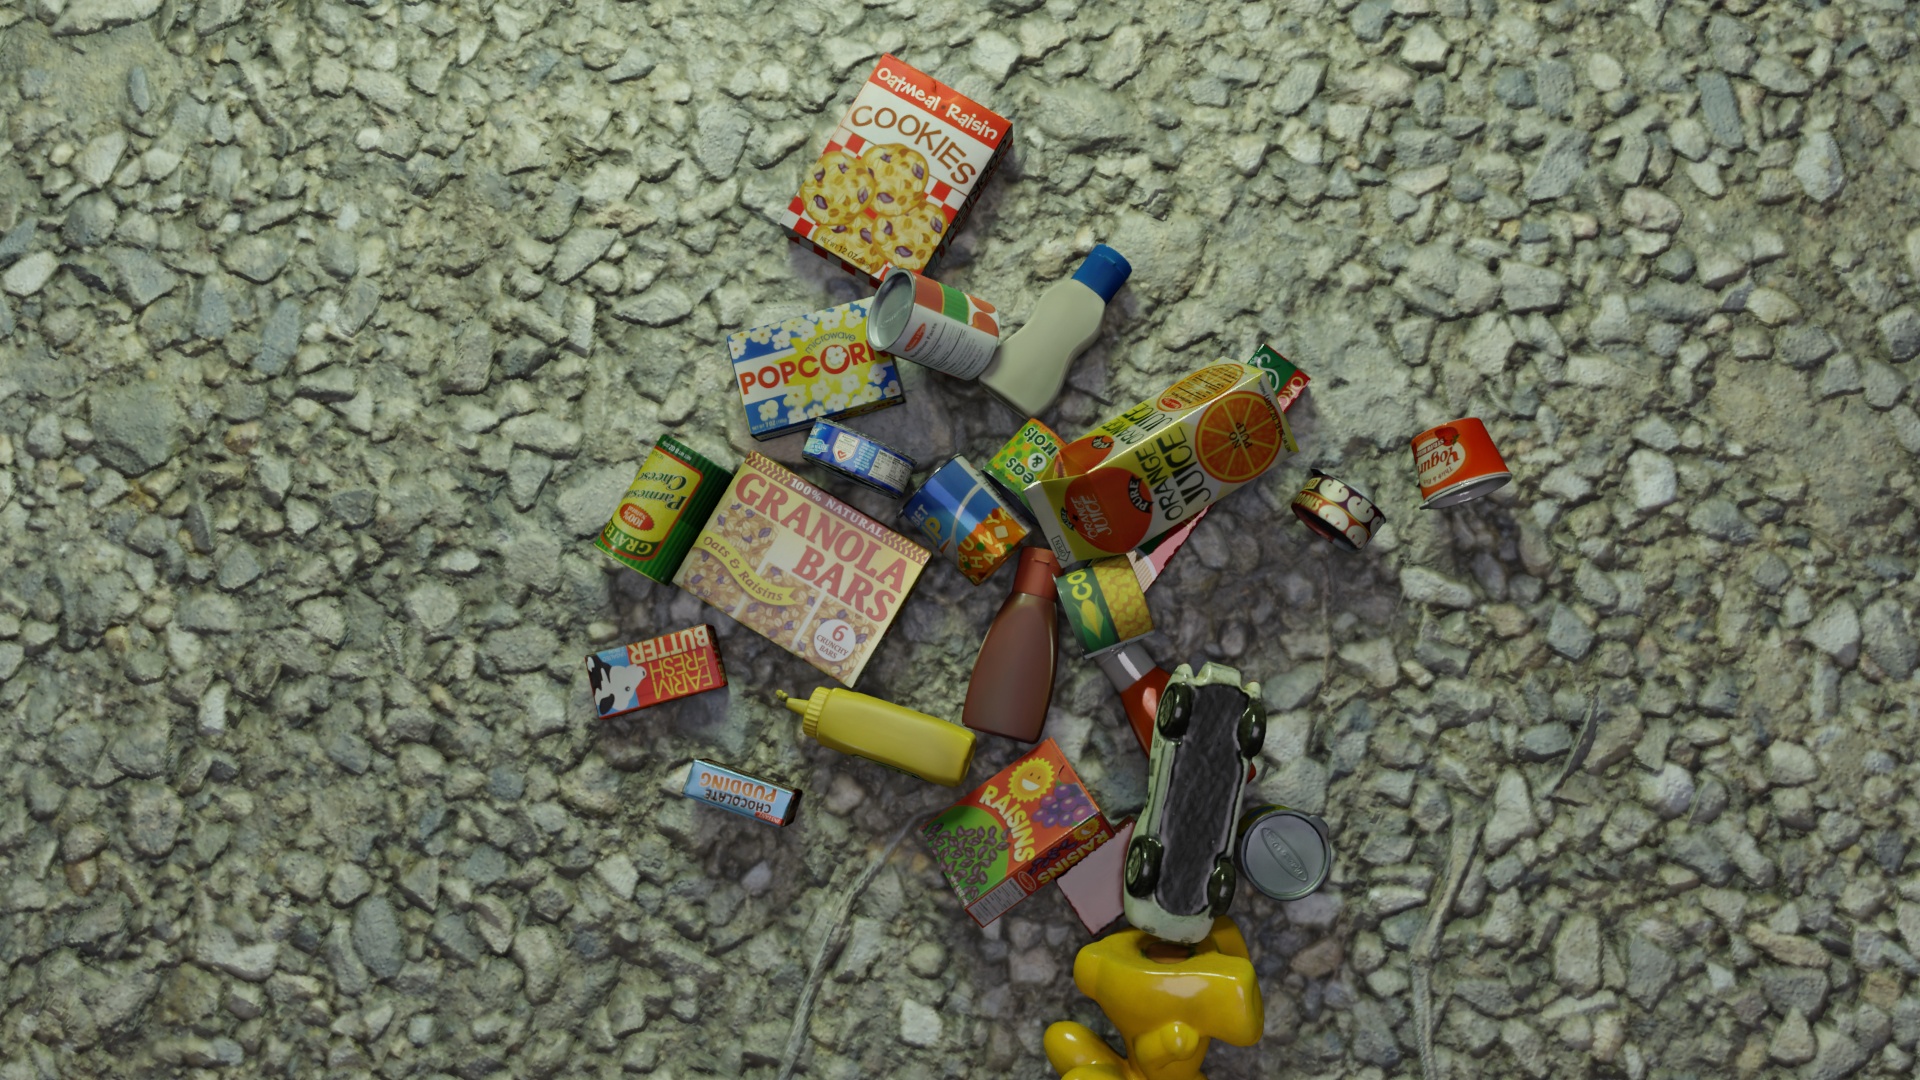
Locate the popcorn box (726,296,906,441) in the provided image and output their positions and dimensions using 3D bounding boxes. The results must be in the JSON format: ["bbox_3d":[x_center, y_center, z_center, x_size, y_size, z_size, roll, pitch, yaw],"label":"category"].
[{"bbox_3d":[-0.116,-0.137,1.115,0.127,0.038,0.085,-15,83,1],"label":"popcorn box"}]

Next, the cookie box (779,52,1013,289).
[{"bbox_3d":[-0.050,-0.293,1.129,0.123,0.040,0.167,31,86,6],"label":"cookie box"}]

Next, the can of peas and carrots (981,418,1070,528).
[{"bbox_3d":[0.059,-0.053,1.081,0.071,0.071,0.059,43,87,6],"label":"can of peas and carrots"}]

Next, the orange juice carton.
[{"bbox_3d":[0.143,-0.056,1.030,0.193,0.073,0.071,-30,111,-4],"label":"orange juice carton"}]

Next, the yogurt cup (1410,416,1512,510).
[{"bbox_3d":[0.383,-0.061,1.072,0.072,0.072,0.054,-16,75,1],"label":"yogurt cup"}]

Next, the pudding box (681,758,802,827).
[{"bbox_3d":[-0.168,0.195,1.073,0.084,0.049,0.030,18,84,5],"label":"pudding box"}]

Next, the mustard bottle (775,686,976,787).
[{"bbox_3d":[-0.069,0.146,1.070,0.160,0.065,0.049,17,81,10],"label":"mustard bottle"}]

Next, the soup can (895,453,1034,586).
[{"bbox_3d":[0.004,-0.014,1.081,0.071,0.071,0.084,-44,84,-3],"label":"soup can"}]

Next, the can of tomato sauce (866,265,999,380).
[{"bbox_3d":[-0.021,-0.169,1.085,0.083,0.071,0.071,16,83,-33],"label":"can of tomato sauce"}]

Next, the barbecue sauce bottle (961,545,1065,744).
[{"bbox_3d":[0.048,0.080,1.080,0.065,0.043,0.148,14,84,5],"label":"barbecue sauce bottle"}]

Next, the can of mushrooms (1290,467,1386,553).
[{"bbox_3d":[0.288,-0.022,1.069,0.071,0.071,0.033,37,88,6],"label":"can of mushrooms"}]

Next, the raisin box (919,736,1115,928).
[{"bbox_3d":[0.042,0.218,1.045,0.123,0.040,0.086,-34,41,-2],"label":"raisin box"}]

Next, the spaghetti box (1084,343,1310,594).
[{"bbox_3d":[0.182,-0.046,1.096,0.050,0.028,0.250,38,87,5],"label":"spaghetti box"}]

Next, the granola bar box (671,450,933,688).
[{"bbox_3d":[-0.123,0.023,1.097,0.165,0.039,0.124,30,86,6],"label":"granola bar box"}]

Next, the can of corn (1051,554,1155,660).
[{"bbox_3d":[0.107,0.047,1.039,0.058,0.071,0.071,-20,83,4],"label":"can of corn"}]

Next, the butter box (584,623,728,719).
[{"bbox_3d":[-0.241,0.104,1.100,0.103,0.024,0.053,-15,82,1],"label":"butter box"}]

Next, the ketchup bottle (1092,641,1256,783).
[{"bbox_3d":[0.159,0.137,1.068,0.065,0.043,0.149,-36,83,-4],"label":"ketchup bottle"}]

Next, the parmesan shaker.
[{"bbox_3d":[-0.235,-0.025,1.095,0.071,0.071,0.103,30,85,5],"label":"parmesan shaker"}]

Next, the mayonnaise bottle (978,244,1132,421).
[{"bbox_3d":[0.080,-0.168,1.110,0.065,0.041,0.148,37,85,5],"label":"mayonnaise bottle"}]

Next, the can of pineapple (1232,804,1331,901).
[{"bbox_3d":[0.242,0.233,1.046,0.071,0.058,0.071,0,84,2],"label":"can of pineapple"}]
